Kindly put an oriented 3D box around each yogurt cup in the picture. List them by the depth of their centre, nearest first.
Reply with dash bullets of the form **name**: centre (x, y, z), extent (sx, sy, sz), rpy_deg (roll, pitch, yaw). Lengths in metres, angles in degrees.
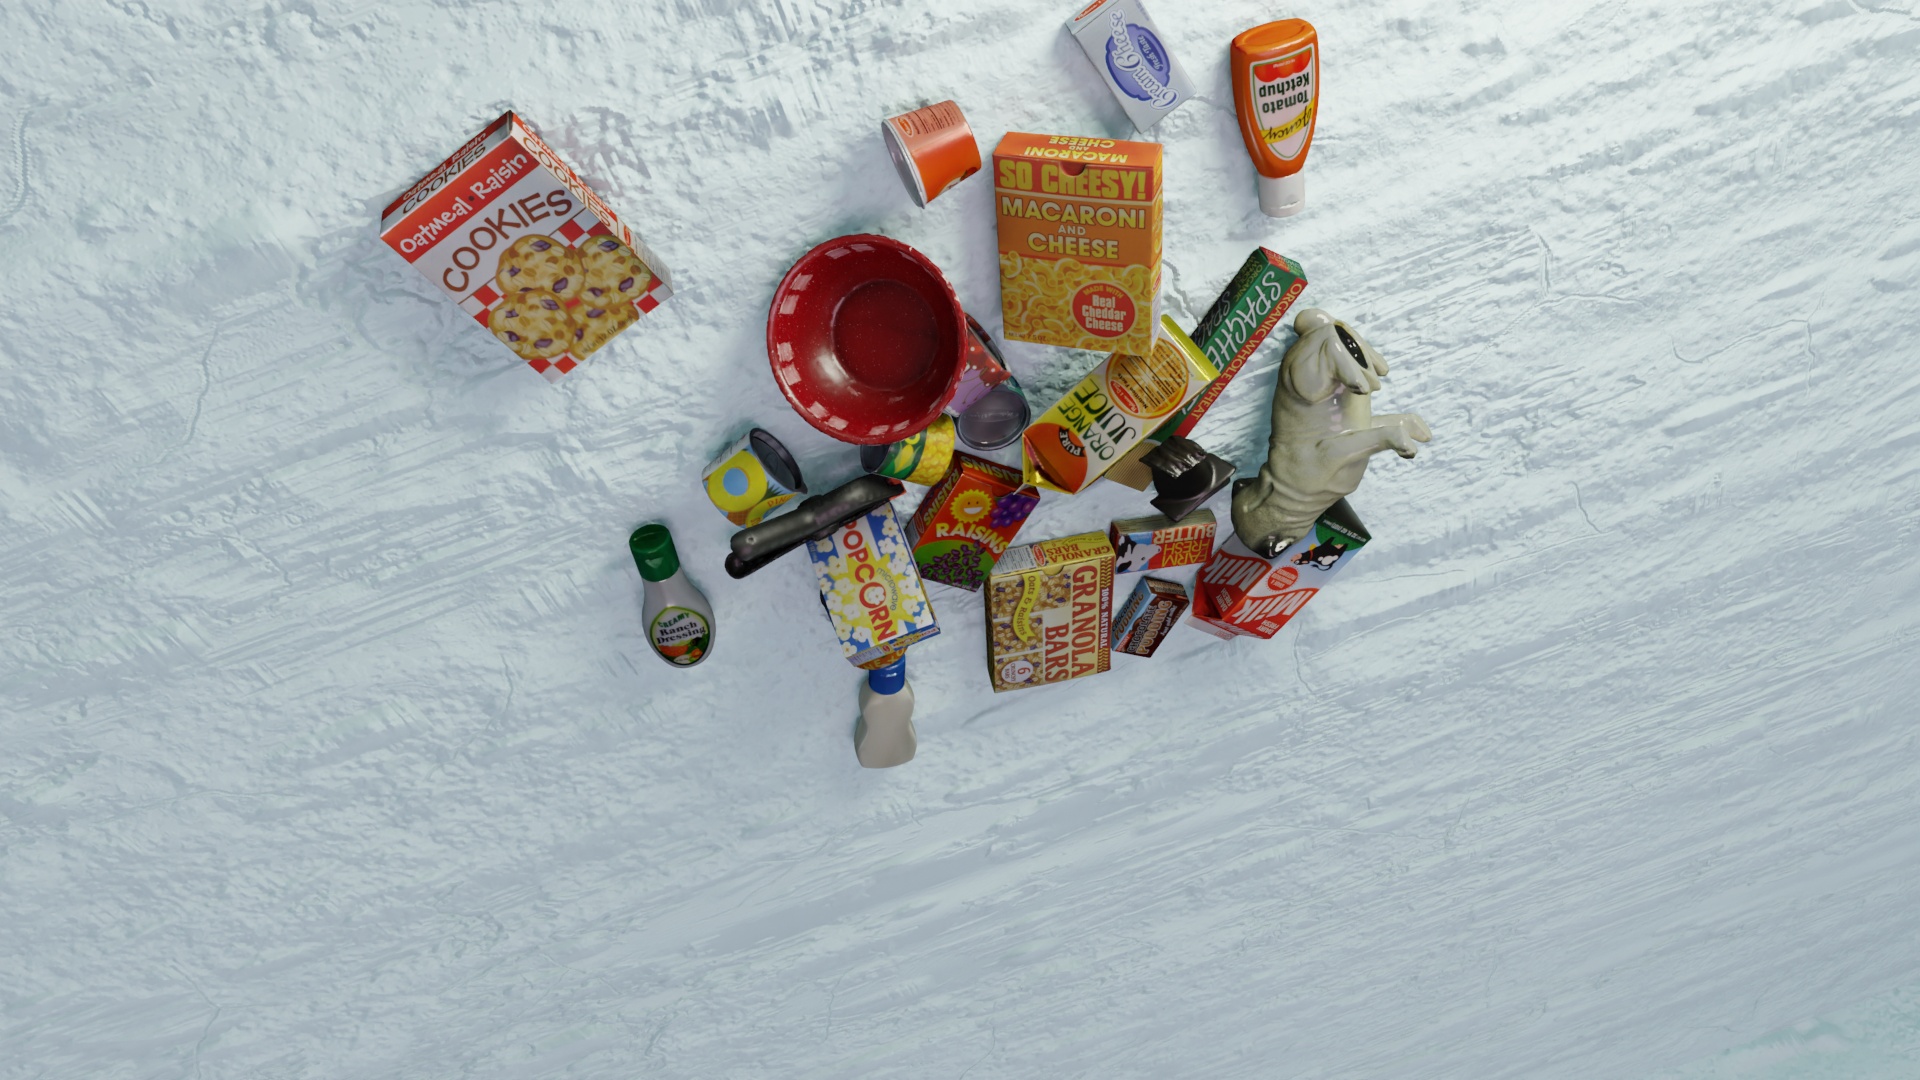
- **yogurt cup**: centre (-0.020, -0.284, 1.010), extent (0.054, 0.073, 0.072), rpy_deg (-26, 133, -4)

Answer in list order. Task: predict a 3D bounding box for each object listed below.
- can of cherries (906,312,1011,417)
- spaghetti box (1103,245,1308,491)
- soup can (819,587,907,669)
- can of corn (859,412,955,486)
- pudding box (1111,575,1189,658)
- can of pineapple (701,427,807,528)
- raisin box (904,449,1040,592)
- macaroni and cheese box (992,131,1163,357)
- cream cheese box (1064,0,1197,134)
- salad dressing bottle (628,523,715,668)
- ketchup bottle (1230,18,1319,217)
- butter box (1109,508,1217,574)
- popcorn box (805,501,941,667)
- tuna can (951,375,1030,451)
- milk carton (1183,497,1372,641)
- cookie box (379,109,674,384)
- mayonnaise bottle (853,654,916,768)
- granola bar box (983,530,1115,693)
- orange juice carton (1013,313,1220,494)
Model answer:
- **can of cherries**: centre (-0.001, -0.145, 1.134), extent (0.058, 0.072, 0.071), rpy_deg (-36, 131, 15)
- **spaghetti box**: centre (0.209, -0.146, 1.223), extent (0.050, 0.029, 0.249), rpy_deg (18, 123, -30)
- **soup can**: centre (-0.086, 0.071, 1.297), extent (0.071, 0.072, 0.083), rpy_deg (-19, 134, 0)
- **can of corn**: centre (-0.044, -0.085, 1.175), extent (0.058, 0.071, 0.070), rpy_deg (13, 125, -27)
- **pudding box**: centre (0.190, 0.078, 1.414), extent (0.050, 0.030, 0.083), rpy_deg (14, 125, -26)
- **can of pineapple**: centre (-0.173, -0.050, 1.165), extent (0.057, 0.071, 0.071), rpy_deg (-36, 131, 17)
- **raisin box**: centre (0.005, -0.016, 1.269), extent (0.086, 0.040, 0.122), rpy_deg (17, 123, -28)
- **macaroni and cheese box**: centre (0.092, -0.226, 1.072), extent (0.124, 0.040, 0.165), rpy_deg (9, 134, 16)
- **cream cheese box**: centre (0.126, -0.354, 1.019), extent (0.053, 0.024, 0.103), rpy_deg (-34, 131, 14)
- **salad dressing bottle**: centre (-0.261, 0.050, 1.244), extent (0.064, 0.044, 0.146), rpy_deg (-14, 133, -6)
- **ketchup bottle**: centre (0.245, -0.321, 1.070), extent (0.065, 0.044, 0.148), rpy_deg (-18, 133, -1)
- **butter box**: centre (0.196, 0.001, 1.352), extent (0.104, 0.024, 0.052), rpy_deg (-7, 131, -11)
- **popcorn box**: centre (-0.079, 0.037, 1.232), extent (0.085, 0.127, 0.038), rpy_deg (-21, 161, 1)
- **tuna can**: centre (0.025, -0.114, 1.193), extent (0.071, 0.033, 0.070), rpy_deg (-9, 132, -10)
- **milk carton**: centre (0.305, 0.029, 1.376), extent (0.072, 0.074, 0.189), rpy_deg (22, 121, -32)
- **cookie box**: centre (-0.310, -0.208, 1.005), extent (0.123, 0.040, 0.167), rpy_deg (-33, 132, 13)
- **mayonnaise bottle**: centre (-0.075, 0.169, 1.407), extent (0.065, 0.041, 0.147), rpy_deg (-7, 131, -13)
- **granola bar box**: centre (0.087, 0.074, 1.373), extent (0.124, 0.039, 0.164), rpy_deg (-11, 133, -8)
- **orange juice carton**: centre (0.122, -0.104, 1.186), extent (0.192, 0.072, 0.073), rpy_deg (-41, 87, 19)
